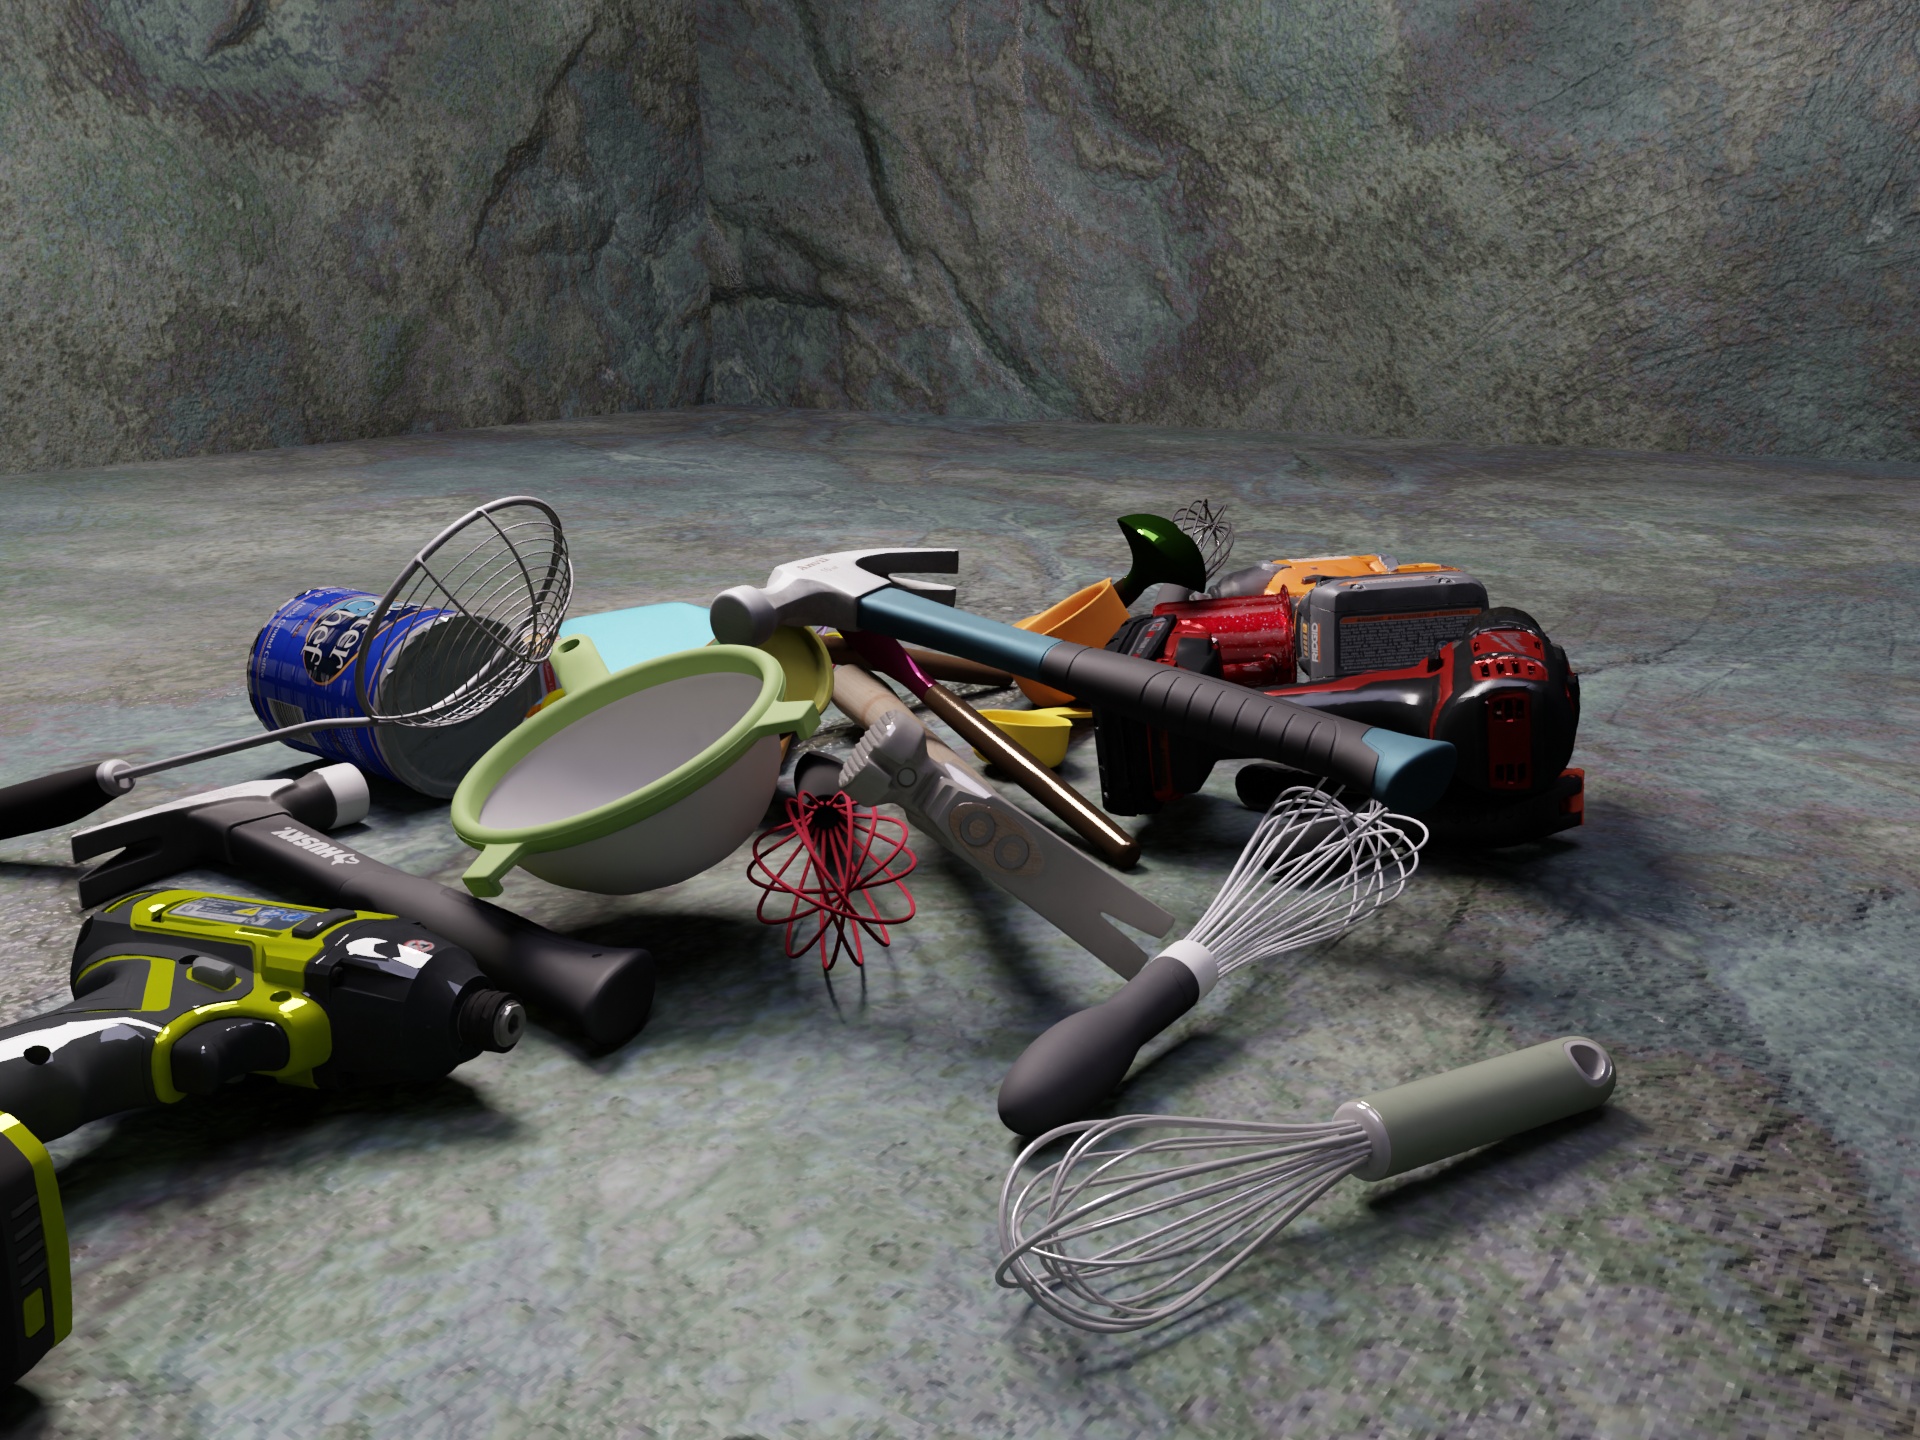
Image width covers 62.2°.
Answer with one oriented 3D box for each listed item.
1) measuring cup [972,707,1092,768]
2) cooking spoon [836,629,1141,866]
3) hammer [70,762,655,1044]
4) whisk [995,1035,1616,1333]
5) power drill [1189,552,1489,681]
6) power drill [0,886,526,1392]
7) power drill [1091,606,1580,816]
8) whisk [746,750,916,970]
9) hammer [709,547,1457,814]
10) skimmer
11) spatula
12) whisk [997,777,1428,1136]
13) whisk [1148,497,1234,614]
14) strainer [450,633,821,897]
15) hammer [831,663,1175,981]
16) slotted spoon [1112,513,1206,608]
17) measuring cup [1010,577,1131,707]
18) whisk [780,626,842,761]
[{"bbox_3d":[0.054,0.009,0.958,0.062,0.029,0.156,9,6,24],"label":"measuring cup"},{"bbox_3d":[-0.001,-0.003,0.876,0.017,0.068,0.319,-41,41,-9],"label":"cooking spoon"},{"bbox_3d":[-0.252,0.078,0.689,0.335,0.035,0.146,13,20,39],"label":"hammer"},{"bbox_3d":[0.115,0.130,0.481,0.246,0.059,0.058,-6,53,-32],"label":"whisk"},{"bbox_3d":[0.263,-0.075,1.135,0.164,0.084,0.226,-4,12,-5],"label":"power drill"},{"bbox_3d":[-0.259,0.113,0.492,0.171,0.080,0.223,5,13,18],"label":"power drill"},{"bbox_3d":[0.192,-0.015,0.807,0.227,0.080,0.188,-2,17,19],"label":"power drill"},{"bbox_3d":[-0.062,0.050,0.743,0.073,0.073,0.296,-2,10,-6],"label":"whisk"},{"bbox_3d":[0.054,-0.022,0.715,0.331,0.033,0.128,19,28,27],"label":"hammer"},{"bbox_3d":[-0.358,-0.015,0.769,0.363,0.090,0.127,-15,-8,8],"label":"skimmer"},{"bbox_3d":[-0.091,-0.037,1.001,0.317,0.044,0.082,7,27,-39],"label":"spatula"},{"bbox_3d":[0.103,0.084,0.616,0.070,0.070,0.284,11,25,37],"label":"whisk"},{"bbox_3d":[0.156,-0.091,1.147,0.055,0.055,0.239,5,38,20],"label":"whisk"},{"bbox_3d":[-0.153,0.018,0.730,0.151,0.069,0.257,-27,24,-11],"label":"strainer"},{"bbox_3d":[-0.012,0.024,0.805,0.146,0.038,0.411,36,1,-13],"label":"hammer"},{"bbox_3d":[0.112,-0.090,1.089,0.070,0.031,0.313,41,-9,-1],"label":"slotted spoon"},{"bbox_3d":[0.063,-0.046,1.079,0.095,0.052,0.173,-35,7,-12],"label":"measuring cup"},{"bbox_3d":[-0.107,-0.021,1.024,0.047,0.051,0.245,5,19,-1],"label":"whisk"}]
